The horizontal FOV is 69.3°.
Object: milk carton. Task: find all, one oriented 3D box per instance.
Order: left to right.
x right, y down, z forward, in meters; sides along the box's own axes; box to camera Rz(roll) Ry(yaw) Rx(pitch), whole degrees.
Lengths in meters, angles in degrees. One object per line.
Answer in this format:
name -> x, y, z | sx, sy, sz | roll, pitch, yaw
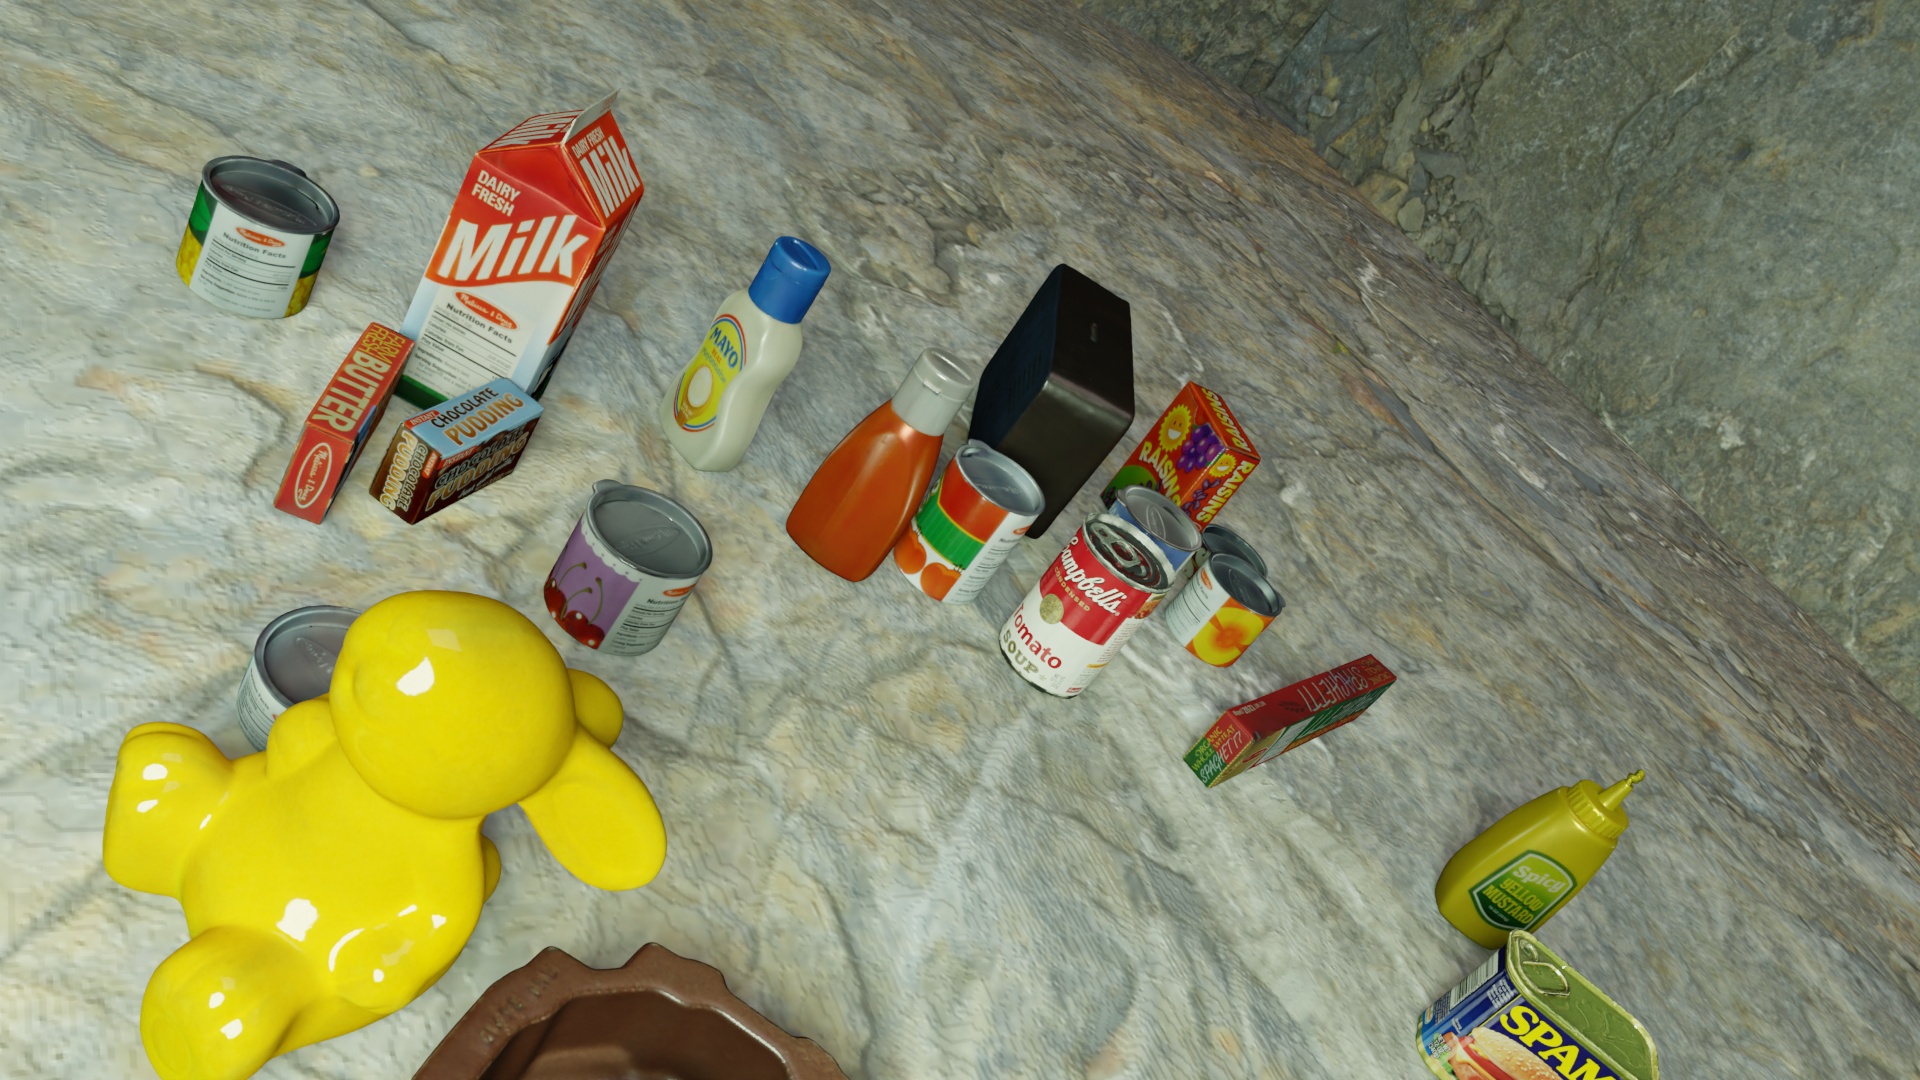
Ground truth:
milk carton -> -0.229, -0.150, 0.733 | 0.073, 0.189, 0.073 | 30, 29, -12

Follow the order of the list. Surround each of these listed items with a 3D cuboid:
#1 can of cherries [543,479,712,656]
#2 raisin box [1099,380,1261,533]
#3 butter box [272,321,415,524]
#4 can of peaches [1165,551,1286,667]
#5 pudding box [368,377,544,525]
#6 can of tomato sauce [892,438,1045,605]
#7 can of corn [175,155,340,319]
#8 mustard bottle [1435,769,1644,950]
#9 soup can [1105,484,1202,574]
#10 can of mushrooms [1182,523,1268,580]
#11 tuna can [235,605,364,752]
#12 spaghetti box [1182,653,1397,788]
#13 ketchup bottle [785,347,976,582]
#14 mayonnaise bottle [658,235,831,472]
can of cherries -> -0.168, 0.013, 0.694 | 0.071, 0.058, 0.072 | 27, 30, -17
raisin box -> 0.168, -0.049, 1.082 | 0.040, 0.123, 0.086 | 18, 33, -30
butter box -> -0.295, -0.059, 0.668 | 0.024, 0.053, 0.104 | 25, 30, -19
can of peaches -> 0.196, 0.052, 1.028 | 0.071, 0.057, 0.071 | 27, 30, -17
pudding box -> -0.253, -0.047, 0.700 | 0.030, 0.049, 0.084 | 37, 29, 2
can of tomato sauce -> 0.003, -0.011, 0.889 | 0.071, 0.082, 0.071 | 27, 30, -17
can of corn -> -0.370, -0.161, 0.733 | 0.071, 0.058, 0.071 | 27, 30, -17
mustard bottle -> 0.382, 0.200, 0.903 | 0.065, 0.159, 0.049 | 35, 28, -2
soup can -> 0.116, 0.012, 0.976 | 0.071, 0.083, 0.072 | 27, 30, -17
can of mushrooms -> 0.211, 0.021, 1.116 | 0.071, 0.033, 0.071 | 27, 30, -17
tuna can -> -0.251, 0.060, 0.561 | 0.071, 0.032, 0.071 | 27, 30, -17
spaghetti box -> 0.238, 0.123, 0.978 | 0.251, 0.050, 0.029 | -8, 51, -52
ketchup bottle -> -0.044, -0.046, 0.822 | 0.065, 0.148, 0.044 | 38, 28, 2
mayonnaise bottle -> -0.128, -0.112, 0.830 | 0.041, 0.147, 0.065 | 0, 45, -48
